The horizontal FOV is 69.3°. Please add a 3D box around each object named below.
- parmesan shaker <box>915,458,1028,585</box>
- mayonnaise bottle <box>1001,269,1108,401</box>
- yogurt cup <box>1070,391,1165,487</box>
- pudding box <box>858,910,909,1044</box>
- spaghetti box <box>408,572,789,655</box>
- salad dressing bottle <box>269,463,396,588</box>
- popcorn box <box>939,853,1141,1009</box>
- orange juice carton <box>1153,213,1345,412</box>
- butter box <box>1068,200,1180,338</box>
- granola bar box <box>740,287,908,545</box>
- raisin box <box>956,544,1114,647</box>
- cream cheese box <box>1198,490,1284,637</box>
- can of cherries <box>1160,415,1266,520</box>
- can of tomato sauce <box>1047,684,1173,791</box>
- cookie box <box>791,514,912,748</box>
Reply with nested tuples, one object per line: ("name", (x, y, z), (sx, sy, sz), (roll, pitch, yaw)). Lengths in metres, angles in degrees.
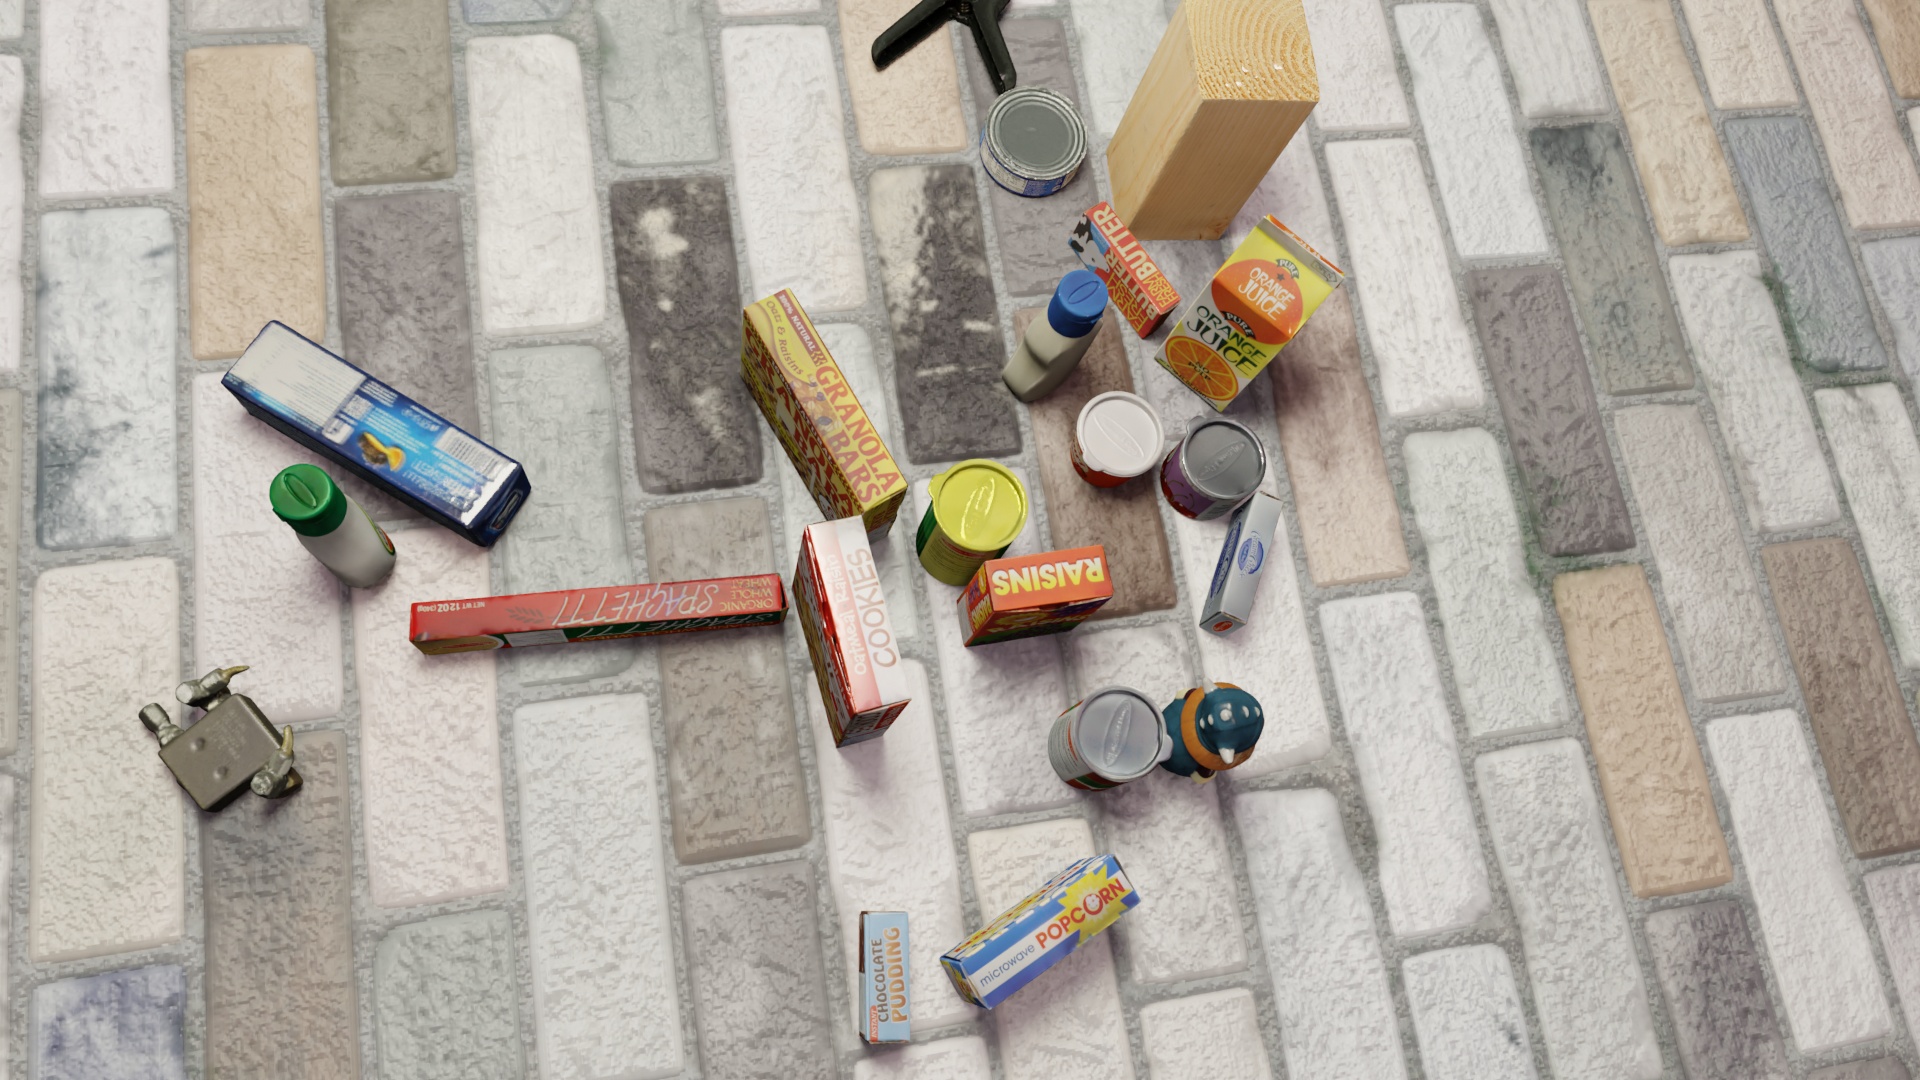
("parmesan shaker", (0.004, -0.013, 0.997), (0.071, 0.102, 0.071), (3, 74, -9))
("mayonnaise bottle", (0.073, -0.152, 1.026), (0.065, 0.147, 0.041), (-36, 83, -17))
("yogurt cup", (0.116, -0.074, 1.060), (0.072, 0.053, 0.072), (3, 74, -9))
("pudding box", (-0.051, 0.290, 0.928), (0.030, 0.049, 0.084), (1, 74, -9))
("spaghetti box", (-0.246, 0.051, 0.963), (0.250, 0.050, 0.029), (-5, 75, -11))
("salad dressing bottle", (-0.407, -0.010, 0.901), (0.044, 0.147, 0.064), (-42, 85, -17))
("popcorn box", (0.052, 0.262, 0.935), (0.127, 0.085, 0.038), (-31, 82, -16))
("orange juice carton", (0.218, -0.174, 1.034), (0.072, 0.192, 0.073), (40, 72, 3))
("butter box", (0.130, -0.214, 1.104), (0.024, 0.053, 0.103), (-34, 82, -17))
("granola bar box", (-0.100, -0.081, 0.988), (0.039, 0.124, 0.165), (-29, 81, -16))
("raisin box", (0.049, 0.041, 0.979), (0.086, 0.123, 0.040), (-7, 76, -12))
("cream cheese box", (0.211, 0.018, 1.050), (0.024, 0.053, 0.104), (22, 72, -3))
("can of cherries", (0.192, -0.056, 1.066), (0.071, 0.058, 0.071), (3, 74, -9))
("can of tomato sauce", (0.104, 0.141, 0.980), (0.071, 0.083, 0.071), (3, 74, -9))
("cookie box", (-0.077, 0.066, 0.926), (0.040, 0.167, 0.123), (-14, 77, -13))
